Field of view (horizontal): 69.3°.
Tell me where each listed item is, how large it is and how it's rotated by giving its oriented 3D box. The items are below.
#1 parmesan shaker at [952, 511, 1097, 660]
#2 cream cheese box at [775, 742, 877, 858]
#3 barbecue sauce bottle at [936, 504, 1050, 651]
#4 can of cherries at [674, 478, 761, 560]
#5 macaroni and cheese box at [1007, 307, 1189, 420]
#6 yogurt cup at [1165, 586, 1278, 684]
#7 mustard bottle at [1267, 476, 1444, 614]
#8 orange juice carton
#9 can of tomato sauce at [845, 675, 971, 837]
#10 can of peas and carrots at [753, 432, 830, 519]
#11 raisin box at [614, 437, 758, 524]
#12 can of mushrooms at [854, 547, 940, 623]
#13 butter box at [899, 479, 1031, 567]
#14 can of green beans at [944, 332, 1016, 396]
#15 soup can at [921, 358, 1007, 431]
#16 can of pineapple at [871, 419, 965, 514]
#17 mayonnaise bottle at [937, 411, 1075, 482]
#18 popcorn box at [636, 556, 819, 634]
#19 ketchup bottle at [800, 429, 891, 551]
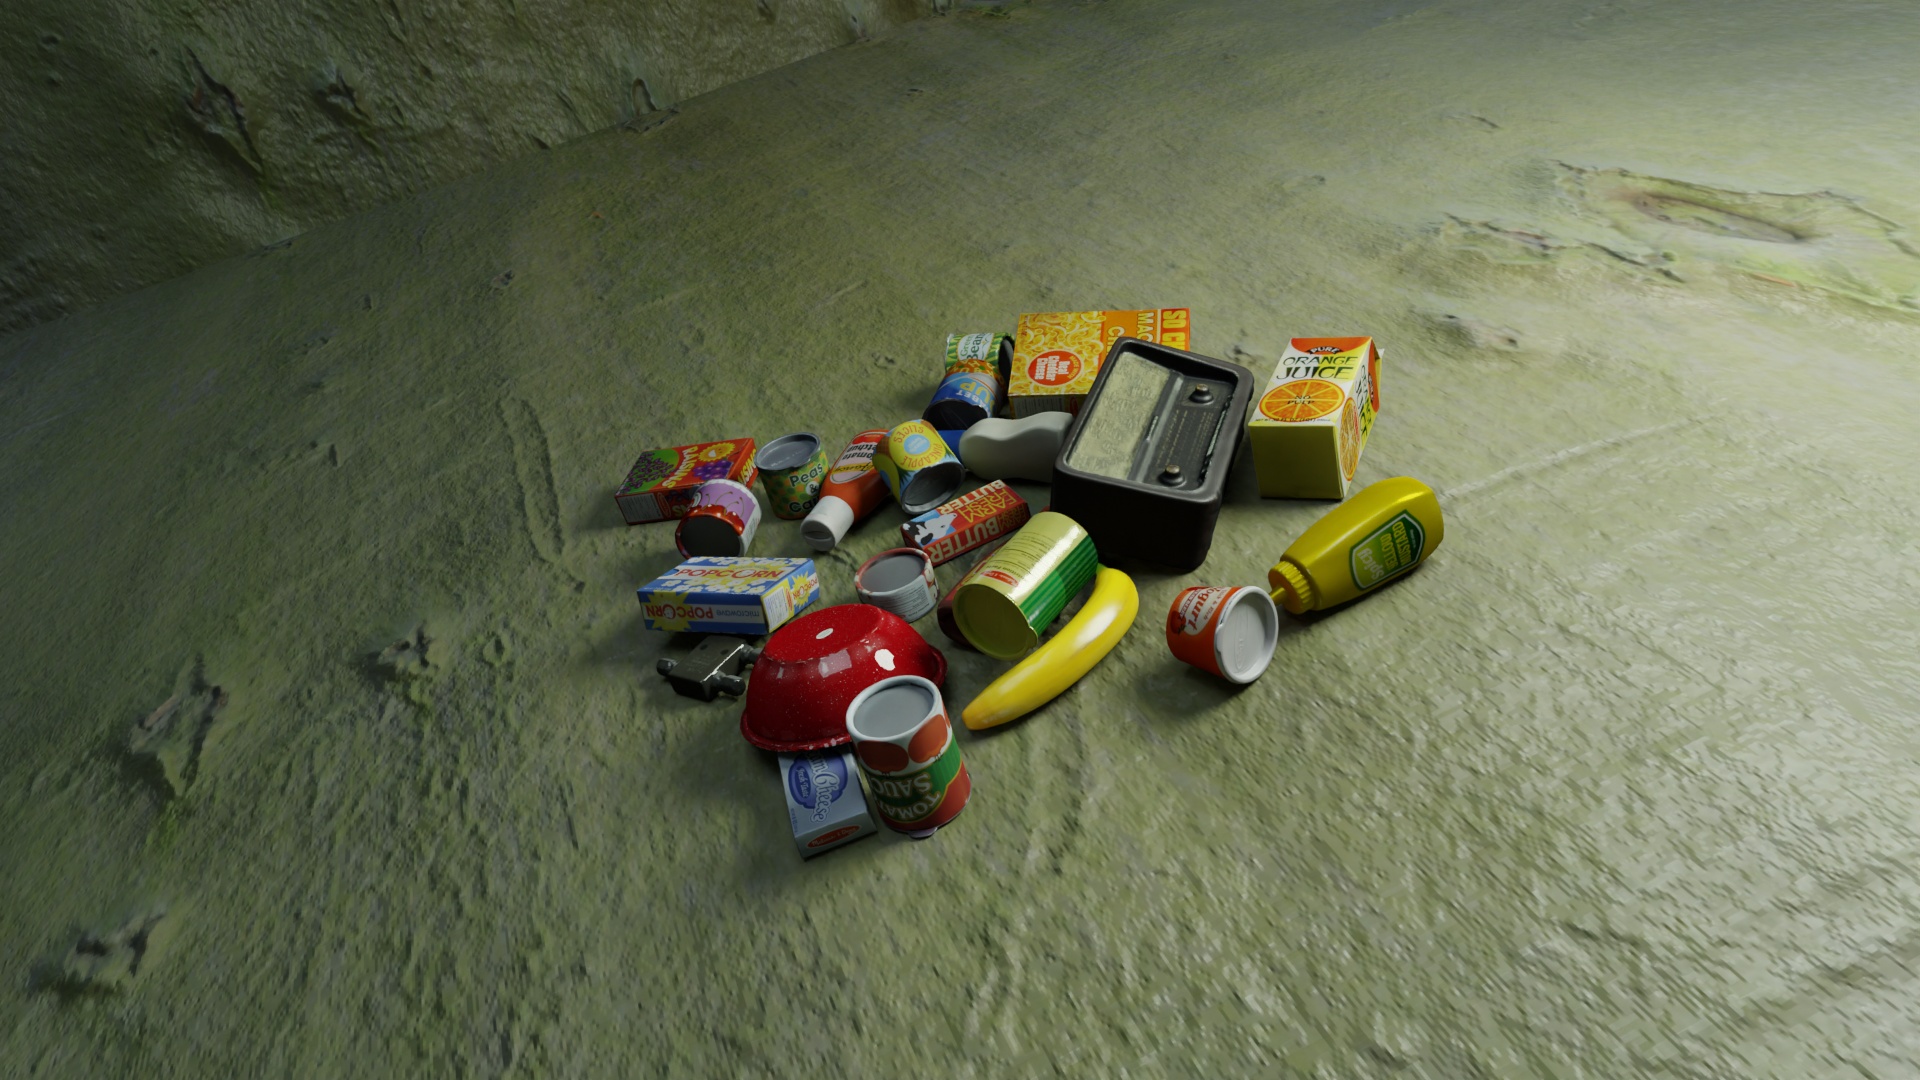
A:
[{"bbox_3d":[0.052,0.033,1.023,0.071,0.071,0.103,9,36,35],"label":"parmesan shaker"},{"bbox_3d":[-0.095,0.172,0.965,0.053,0.024,0.104,-18,32,-5],"label":"cream cheese box"},{"bbox_3d":[0.045,0.027,1.106,0.065,0.043,0.149,15,43,29],"label":"barbecue sauce bottle"},{"bbox_3d":[-0.224,-0.014,1.269,0.071,0.071,0.059,-8,34,14],"label":"can of cherries"},{"bbox_3d":[0.135,-0.168,1.329,0.166,0.040,0.124,0,48,11],"label":"macaroni and cheese box"},{"bbox_3d":[0.181,0.063,0.971,0.054,0.072,0.073,9,39,48],"label":"yogurt cup"},{"bbox_3d":[0.275,0.014,1.007,0.160,0.065,0.049,-31,28,-11],"label":"mustard bottle"},{"bbox_3d":[0.307,-0.117,1.180,0.072,0.072,0.194,2,36,28],"label":"orange juice carton"},{"bbox_3d":[-0.035,0.143,0.925,0.071,0.082,0.071,-12,32,8],"label":"can of tomato sauce"},{"bbox_3d":[-0.155,-0.061,1.318,0.071,0.058,0.071,-12,33,8],"label":"can of peas and carrots"},{"bbox_3d":[-0.271,-0.061,1.391,0.123,0.040,0.086,-6,32,15],"label":"raisin box"},{"bbox_3d":[-0.053,0.037,1.146,0.071,0.033,0.071,-12,33,8],"label":"can of mushrooms"},{"bbox_3d":[0.004,-0.015,1.207,0.104,0.024,0.053,-25,32,-13],"label":"butter box"},{"bbox_3d":[0.024,-0.178,1.410,0.058,0.071,0.071,0,35,24],"label":"can of green beans"},{"bbox_3d":[0.007,-0.129,1.341,0.071,0.071,0.084,-4,34,20],"label":"soup can"},{"bbox_3d":[-0.038,-0.067,1.248,0.071,0.070,0.058,-27,60,-16],"label":"can of pineapple"},{"bbox_3d":[0.039,-0.084,1.265,0.148,0.064,0.041,2,37,33],"label":"mayonnaise bottle"},{"bbox_3d":[-0.195,0.045,1.173,0.126,0.038,0.085,0,20,25],"label":"popcorn box"},{"bbox_3d":[-0.099,-0.047,1.287,0.064,0.043,0.150,1,36,26],"label":"ketchup bottle"}]
